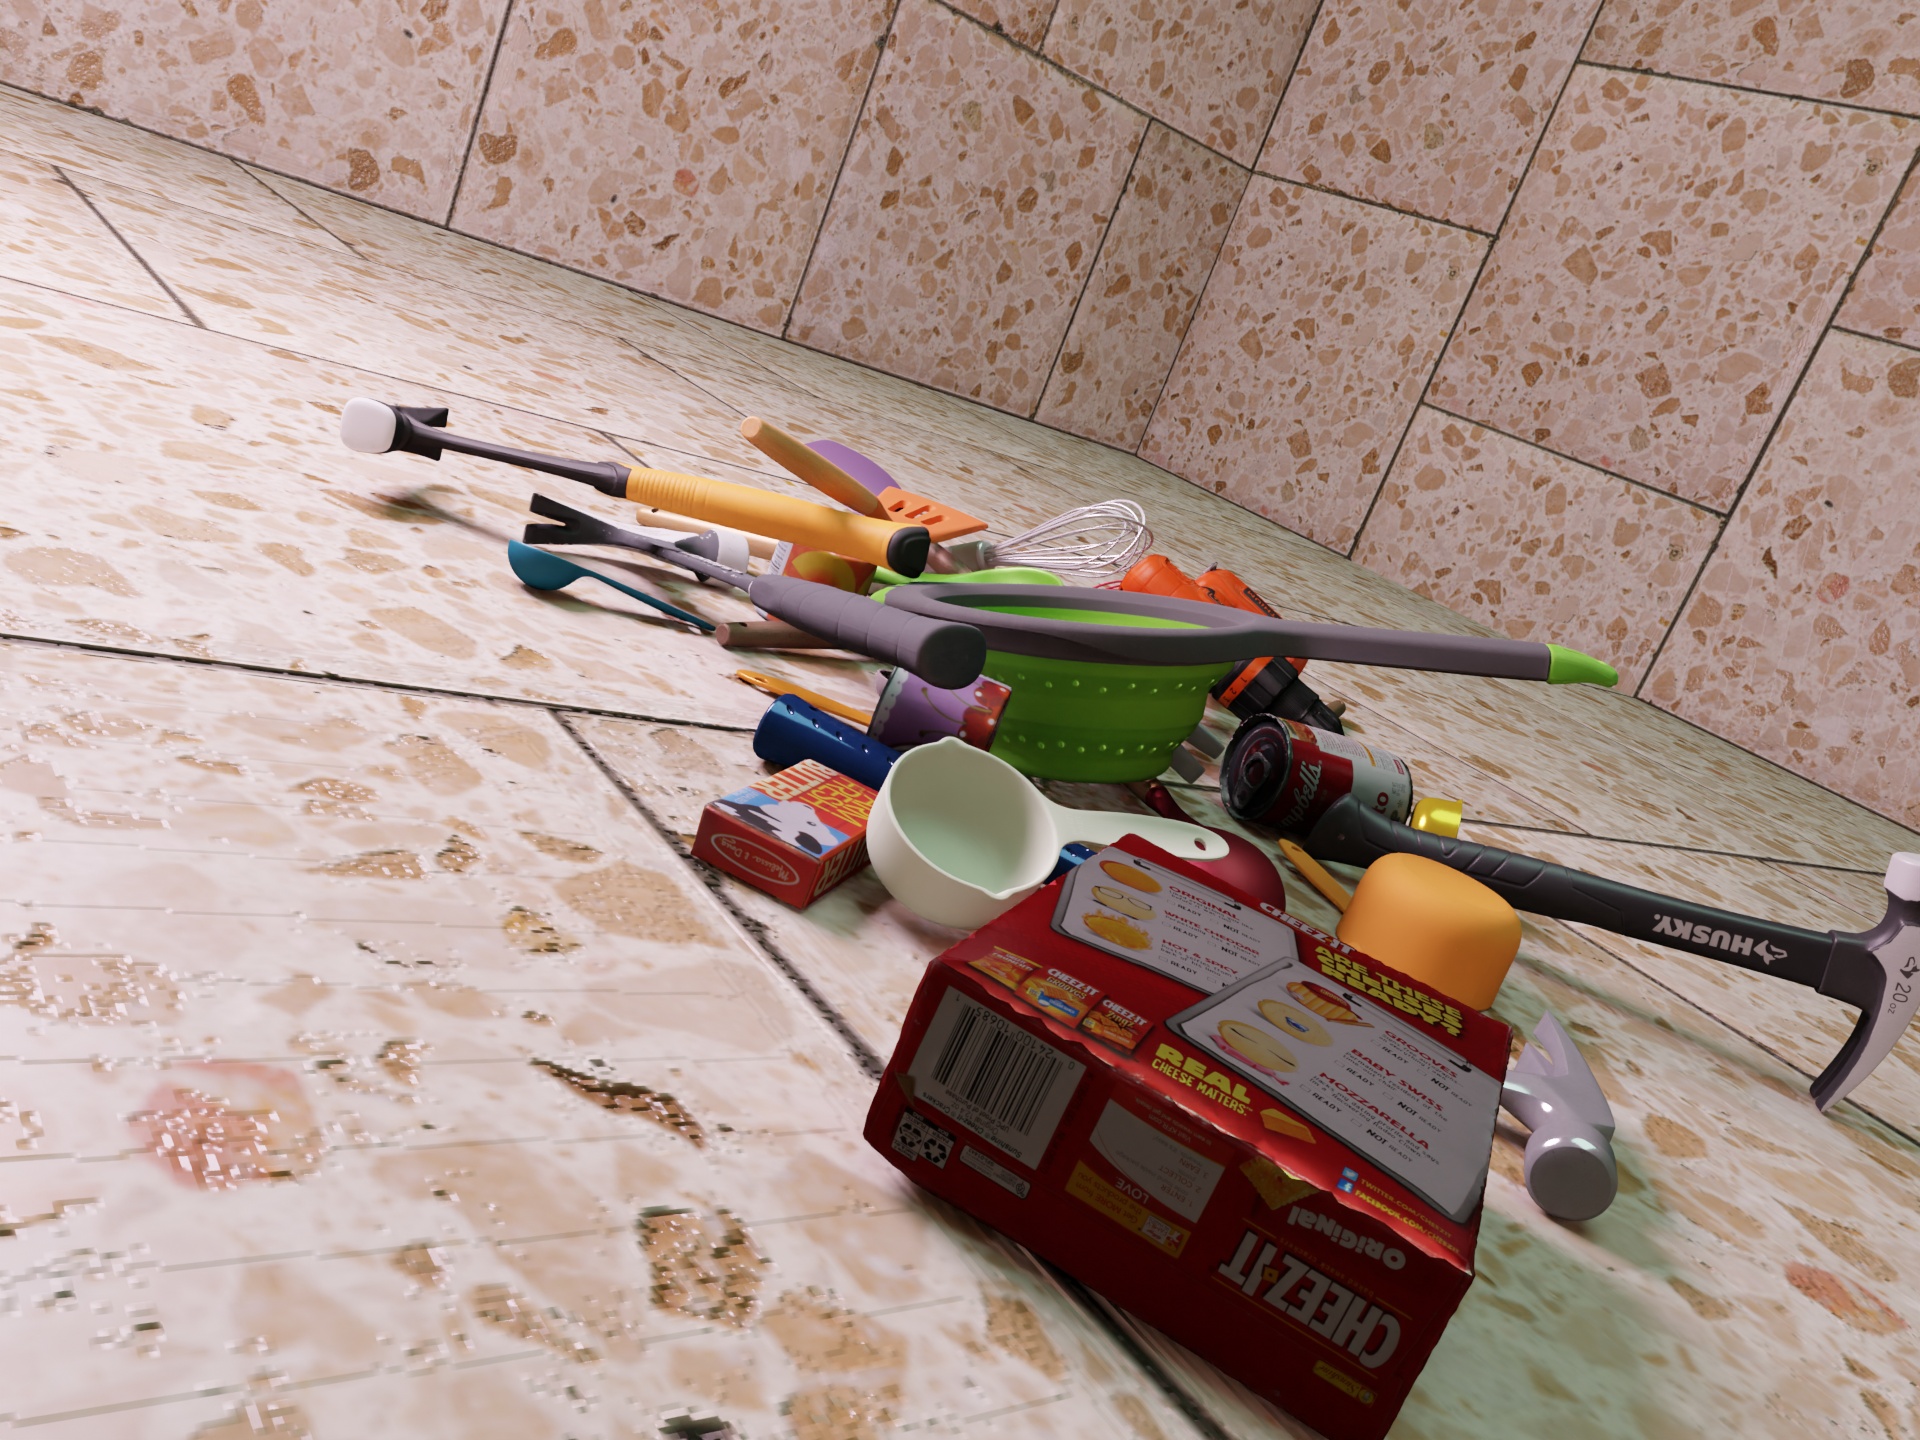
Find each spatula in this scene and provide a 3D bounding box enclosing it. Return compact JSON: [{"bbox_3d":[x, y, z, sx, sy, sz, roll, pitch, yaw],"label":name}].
[{"bbox_3d":[-0.063,-0.147,0.977,0.081,0.041,0.322,23,2,16],"label":"spatula"},{"bbox_3d":[-0.008,-0.107,1.098,0.060,0.018,0.316,-22,54,-39],"label":"spatula"}]

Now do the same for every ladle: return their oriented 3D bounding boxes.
[{"bbox_3d":[0.106,0.037,0.931,0.069,0.031,0.316,14,15,-20],"label":"ladle"}]

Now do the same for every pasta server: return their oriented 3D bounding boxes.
[{"bbox_3d":[-0.036,-0.048,1.030,0.060,0.040,0.316,32,22,35],"label":"pasta server"}]

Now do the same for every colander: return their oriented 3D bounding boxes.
[{"bbox_3d":[0.146,-0.011,0.875,0.397,0.094,0.204,6,10,11],"label":"colander"}]

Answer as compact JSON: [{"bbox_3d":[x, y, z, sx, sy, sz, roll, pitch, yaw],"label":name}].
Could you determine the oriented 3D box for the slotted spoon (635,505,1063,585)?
[{"bbox_3d":[-0.081,-0.107,1.076,0.314,0.031,0.070,15,43,17],"label":"slotted spoon"}]

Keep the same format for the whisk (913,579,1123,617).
[{"bbox_3d":[0.075,-0.079,1.241,0.295,0.073,0.073,0,25,-39],"label":"whisk"}]

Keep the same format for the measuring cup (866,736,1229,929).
[{"bbox_3d":[0.038,0.055,0.665,0.167,0.038,0.083,8,45,-29],"label":"measuring cup"}]

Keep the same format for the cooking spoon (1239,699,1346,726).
[{"bbox_3d":[0.284,0.006,1.300,0.069,0.017,0.319,28,16,17],"label":"cooking spoon"}]

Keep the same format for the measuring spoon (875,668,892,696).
[{"bbox_3d":[-0.002,-0.003,0.948,0.124,0.018,0.034,20,13,-36],"label":"measuring spoon"}]

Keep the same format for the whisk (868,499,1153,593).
[{"bbox_3d":[0.025,-0.117,1.126,0.246,0.058,0.059,-6,-25,34],"label":"whisk"}]

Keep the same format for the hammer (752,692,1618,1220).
[{"bbox_3d":[0.091,0.086,0.712,0.405,0.035,0.144,26,16,14],"label":"hammer"}]

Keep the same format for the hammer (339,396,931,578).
[{"bbox_3d":[-0.182,-0.137,0.947,0.337,0.034,0.127,13,8,1],"label":"hammer"}]

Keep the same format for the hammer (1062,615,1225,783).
[{"bbox_3d":[0.165,-0.024,1.151,0.143,0.038,0.386,45,15,14],"label":"hammer"}]

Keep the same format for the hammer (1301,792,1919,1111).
[{"bbox_3d":[0.362,0.109,0.904,0.335,0.146,0.035,14,12,17],"label":"hammer"}]

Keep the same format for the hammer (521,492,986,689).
[{"bbox_3d":[-0.109,-0.072,0.843,0.149,0.036,0.409,10,7,-33],"label":"hammer"}]

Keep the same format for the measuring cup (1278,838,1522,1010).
[{"bbox_3d":[0.231,0.089,0.865,0.095,0.052,0.174,13,19,-29],"label":"measuring cup"}]

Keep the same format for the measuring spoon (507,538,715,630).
[{"bbox_3d":[-0.197,-0.068,0.896,0.128,0.021,0.042,24,-2,-31],"label":"measuring spoon"}]

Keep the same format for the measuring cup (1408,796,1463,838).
[{"bbox_3d":[0.301,0.076,1.041,0.029,0.062,0.156,14,3,10],"label":"measuring cup"}]

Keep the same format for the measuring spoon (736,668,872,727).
[{"bbox_3d":[-0.070,-0.003,0.856,0.117,0.011,0.021,22,14,13],"label":"measuring spoon"}]
